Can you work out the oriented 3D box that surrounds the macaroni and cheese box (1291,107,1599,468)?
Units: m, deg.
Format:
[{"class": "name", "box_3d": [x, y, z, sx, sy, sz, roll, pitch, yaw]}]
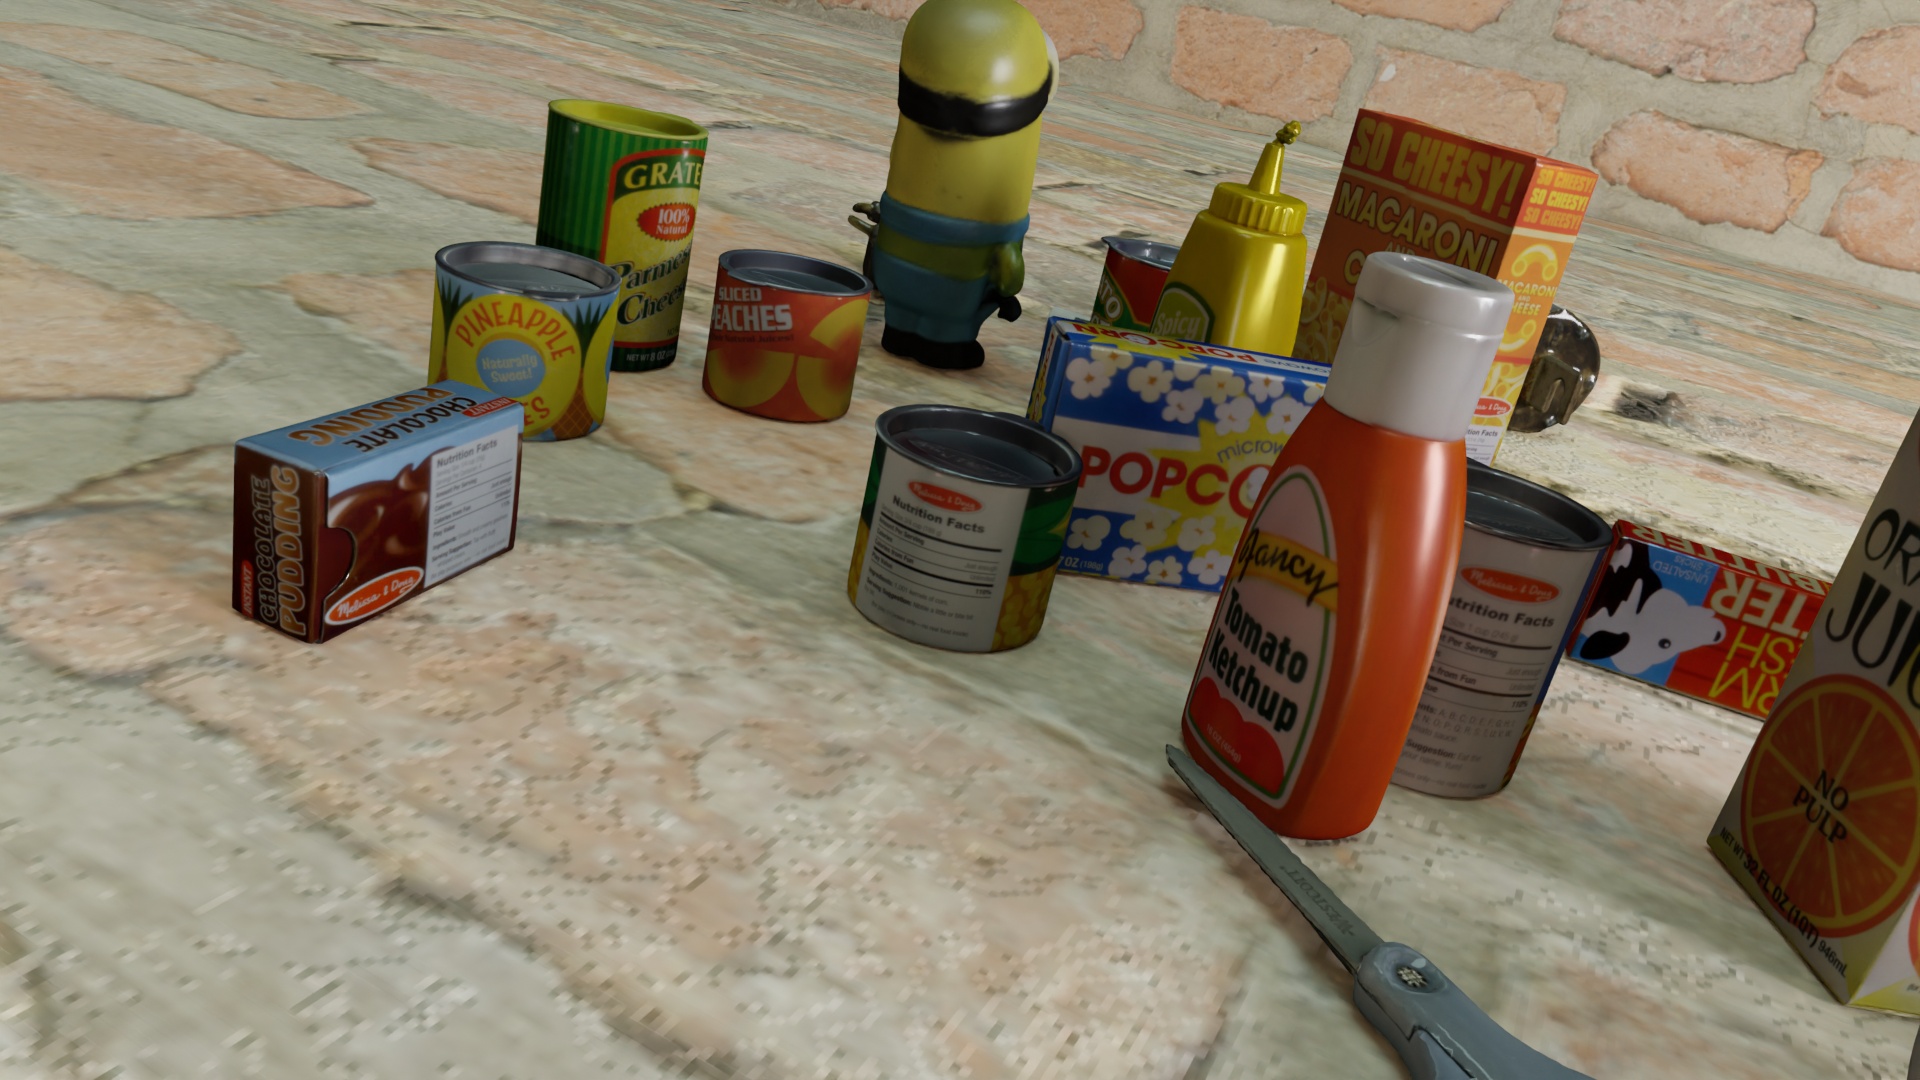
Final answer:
[{"class": "macaroni and cheese box", "box_3d": [0.211, -0.105, 0.648, 0.040, 0.165, 0.124, 2, 25, -25]}]

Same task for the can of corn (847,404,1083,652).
[{"class": "can of corn", "box_3d": [0.002, -0.006, 0.445, 0.071, 0.058, 0.071, 11, 22, -4]}]

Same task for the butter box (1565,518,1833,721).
[{"class": "butter box", "box_3d": [0.283, 0.034, 0.508, 0.103, 0.053, 0.024, 18, 23, 13]}]

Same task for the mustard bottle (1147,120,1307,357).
[{"class": "mustard bottle", "box_3d": [0.113, -0.099, 0.591, 0.049, 0.159, 0.065, 0, 25, -29]}]

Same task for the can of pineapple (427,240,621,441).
[{"class": "can of pineapple", "box_3d": [-0.164, -0.075, 0.520, 0.071, 0.057, 0.071, 11, 22, -4]}]

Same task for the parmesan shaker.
[{"class": "parmesan shaker", "box_3d": [-0.148, -0.133, 0.605, 0.071, 0.102, 0.071, 11, 22, -4]}]

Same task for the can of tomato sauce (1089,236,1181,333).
[{"class": "can of tomato sauce", "box_3d": [0.093, -0.099, 0.680, 0.071, 0.082, 0.071, 11, 22, -4]}]

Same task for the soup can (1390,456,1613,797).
[{"class": "soup can", "box_3d": [0.147, 0.024, 0.420, 0.071, 0.083, 0.071, 11, 22, -4]}]

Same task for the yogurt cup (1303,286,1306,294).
[{"class": "yogurt cup", "box_3d": [0.196, -0.118, 0.816, 0.072, 0.053, 0.073, 11, 23, -4]}]

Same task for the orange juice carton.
[{"class": "orange juice carton", "box_3d": [0.274, 0.024, 0.346, 0.073, 0.191, 0.072, 11, 22, -5]}]

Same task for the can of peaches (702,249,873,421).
[{"class": "can of peaches", "box_3d": [-0.077, -0.088, 0.597, 0.071, 0.057, 0.071, 11, 22, -4]}]

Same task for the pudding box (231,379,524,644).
[{"class": "pudding box", "box_3d": [-0.158, -0.011, 0.385, 0.030, 0.049, 0.084, 18, 23, 14]}]

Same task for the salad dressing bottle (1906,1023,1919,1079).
[{"class": "salad dressing bottle", "box_3d": [0.237, 0.076, 0.263, 0.044, 0.147, 0.064, 3, 24, -23]}]

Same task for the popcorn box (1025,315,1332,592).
[{"class": "popcorn box", "box_3d": [0.085, -0.027, 0.505, 0.127, 0.085, 0.038, 8, 23, -12]}]

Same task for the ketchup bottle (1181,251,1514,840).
[{"class": "ketchup bottle", "box_3d": [0.102, 0.001, 0.364, 0.043, 0.148, 0.065, 1, 25, -26]}]
